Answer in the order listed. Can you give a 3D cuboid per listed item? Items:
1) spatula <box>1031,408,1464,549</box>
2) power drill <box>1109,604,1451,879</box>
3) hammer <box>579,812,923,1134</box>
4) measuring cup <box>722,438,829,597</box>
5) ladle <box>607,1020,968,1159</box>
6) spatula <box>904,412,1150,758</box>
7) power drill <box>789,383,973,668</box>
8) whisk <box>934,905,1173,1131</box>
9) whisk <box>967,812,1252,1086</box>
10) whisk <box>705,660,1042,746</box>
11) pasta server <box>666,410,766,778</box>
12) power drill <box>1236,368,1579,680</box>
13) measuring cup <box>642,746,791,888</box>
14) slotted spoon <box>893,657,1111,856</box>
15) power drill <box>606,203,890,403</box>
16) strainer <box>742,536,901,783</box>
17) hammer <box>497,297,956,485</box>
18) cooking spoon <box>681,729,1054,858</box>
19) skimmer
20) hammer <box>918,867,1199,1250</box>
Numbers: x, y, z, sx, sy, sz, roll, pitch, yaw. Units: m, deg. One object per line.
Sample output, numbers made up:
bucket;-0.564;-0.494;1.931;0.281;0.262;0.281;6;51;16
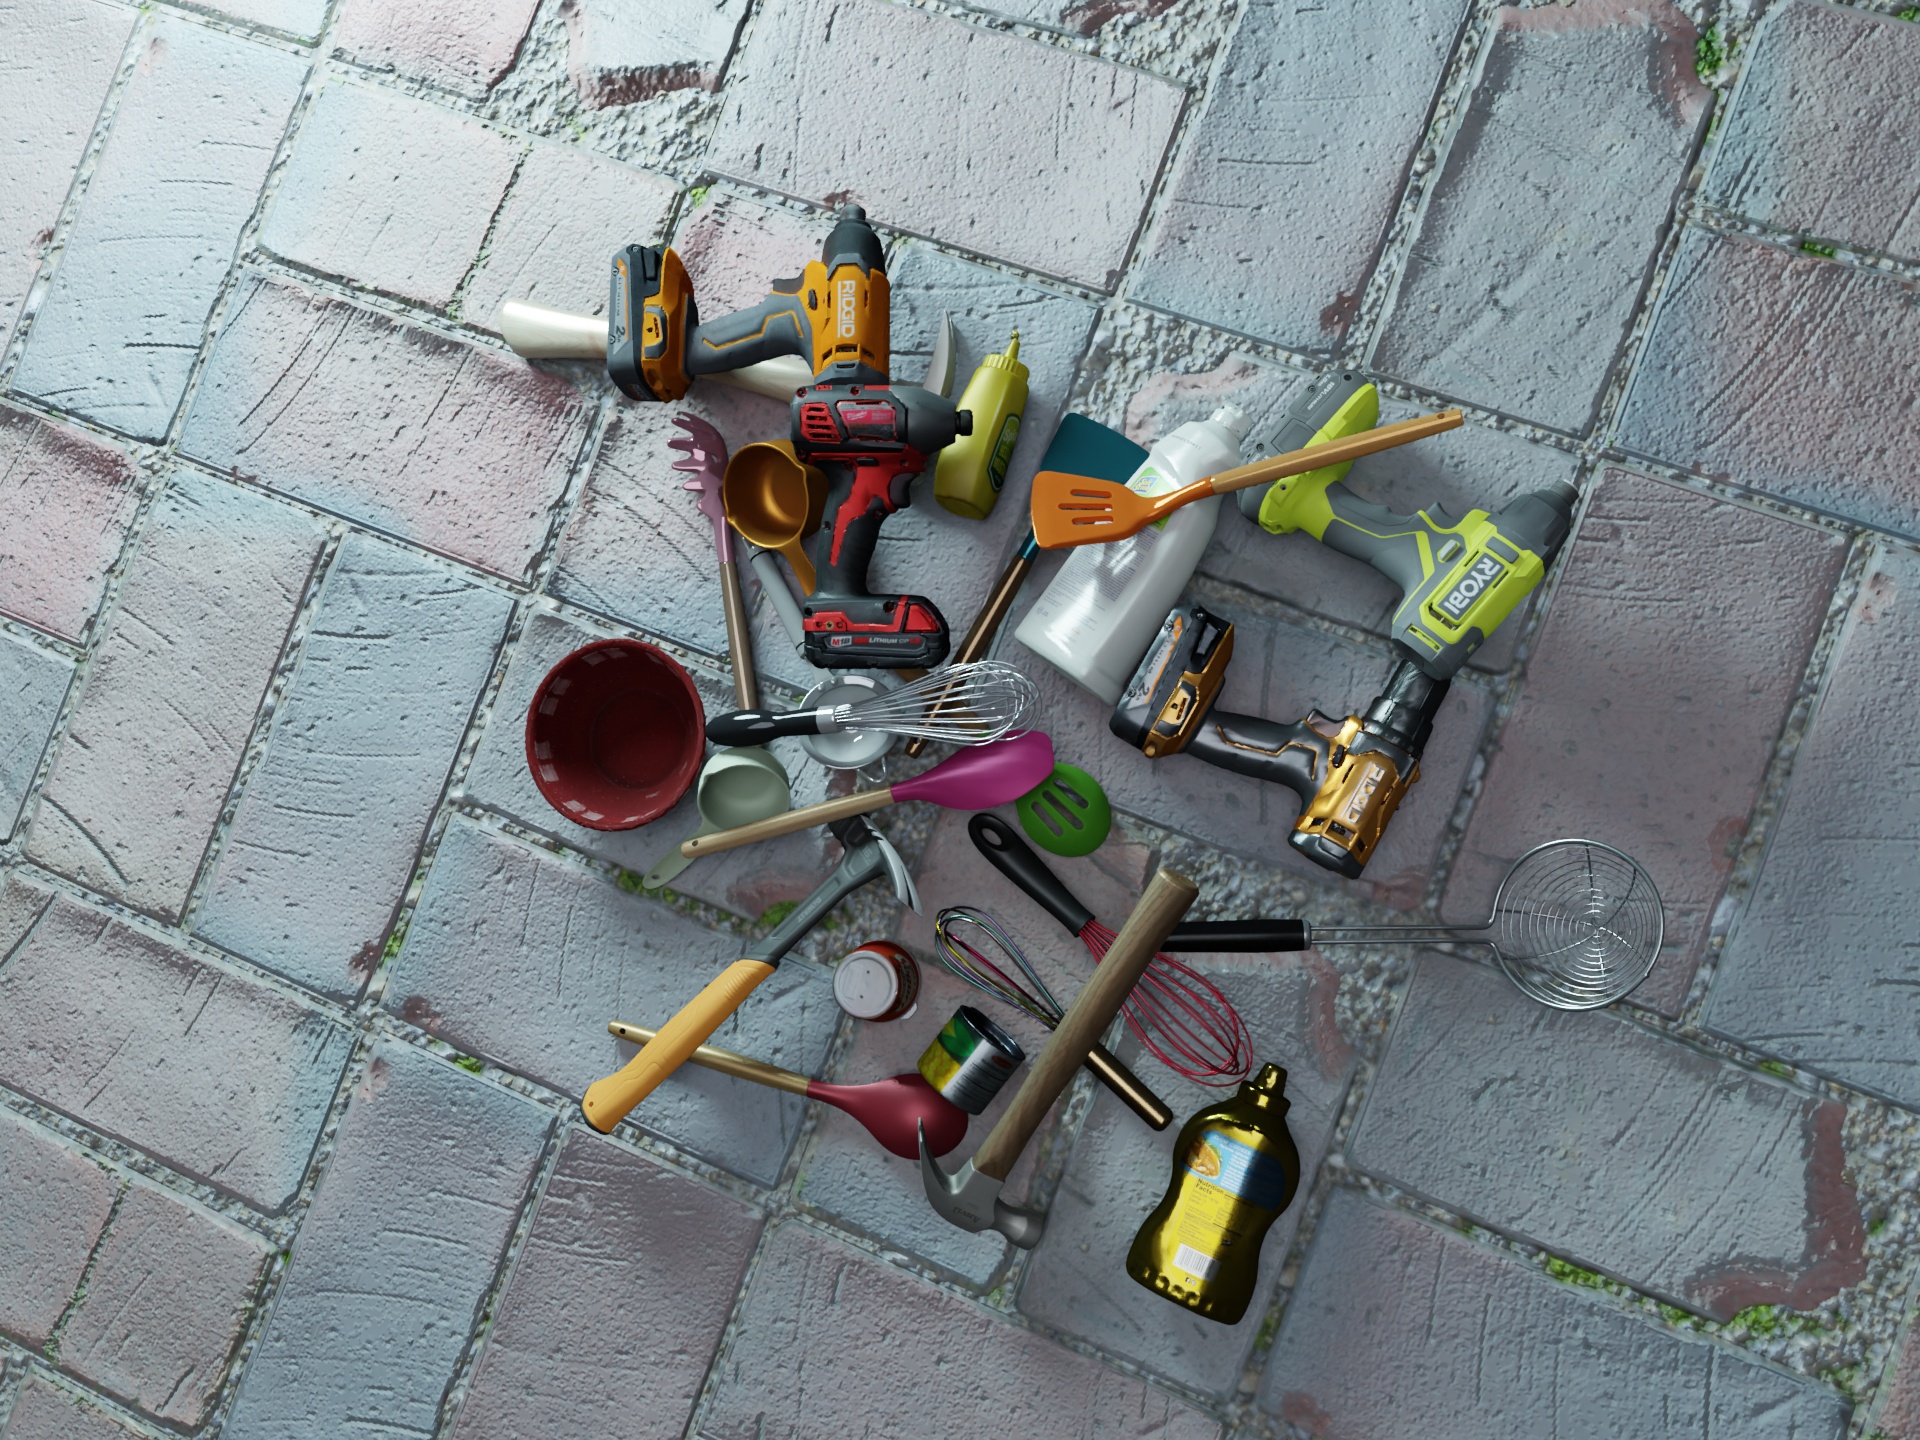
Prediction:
spatula;0.211;-0.188;1.193;0.322;0.041;0.081;-14;52;19
power drill;0.252;-0.008;1.233;0.226;0.084;0.185;30;88;8
hammer;-0.177;0.217;1.283;0.337;0.034;0.127;-44;43;4
measuring cup;-0.129;-0.154;1.330;0.095;0.052;0.173;-26;94;34
ladle;-0.147;0.293;1.307;0.315;0.031;0.069;13;87;14
spatula;0.042;-0.106;1.296;0.082;0.044;0.317;31;90;12
power drill;-0.060;-0.154;1.255;0.143;0.078;0.219;0;100;1
whisk;0.070;0.237;1.262;0.245;0.047;0.051;42;92;9
whisk;0.113;0.176;1.253;0.296;0.073;0.073;43;93;18
whisk;-0.073;-0.003;1.257;0.284;0.070;0.070;-6;83;18
pasta server;-0.201;-0.106;1.349;0.040;0.060;0.316;-6;84;-33
power drill;0.337;-0.160;1.209;0.223;0.080;0.171;42;91;22
measuring cup;-0.210;0.083;1.331;0.167;0.038;0.083;-40;121;22
slotted spoon;-0.002;-0.004;1.307;0.314;0.031;0.070;42;91;13
power drill;-0.169;-0.343;1.312;0.226;0.084;0.164;0;81;7
strainer;-0.122;-0.053;1.328;0.087;0.050;0.259;-26;74;-10
hammer;-0.206;-0.318;1.372;0.411;0.038;0.146;15;86;12
cooking spoon;-0.078;0.066;1.281;0.319;0.017;0.069;-16;53;11
skimmer;0.321;0.153;1.178;0.363;0.090;0.127;-1;75;3
hammer;0.076;0.251;1.202;0.130;0.031;0.331;27;105;-15
